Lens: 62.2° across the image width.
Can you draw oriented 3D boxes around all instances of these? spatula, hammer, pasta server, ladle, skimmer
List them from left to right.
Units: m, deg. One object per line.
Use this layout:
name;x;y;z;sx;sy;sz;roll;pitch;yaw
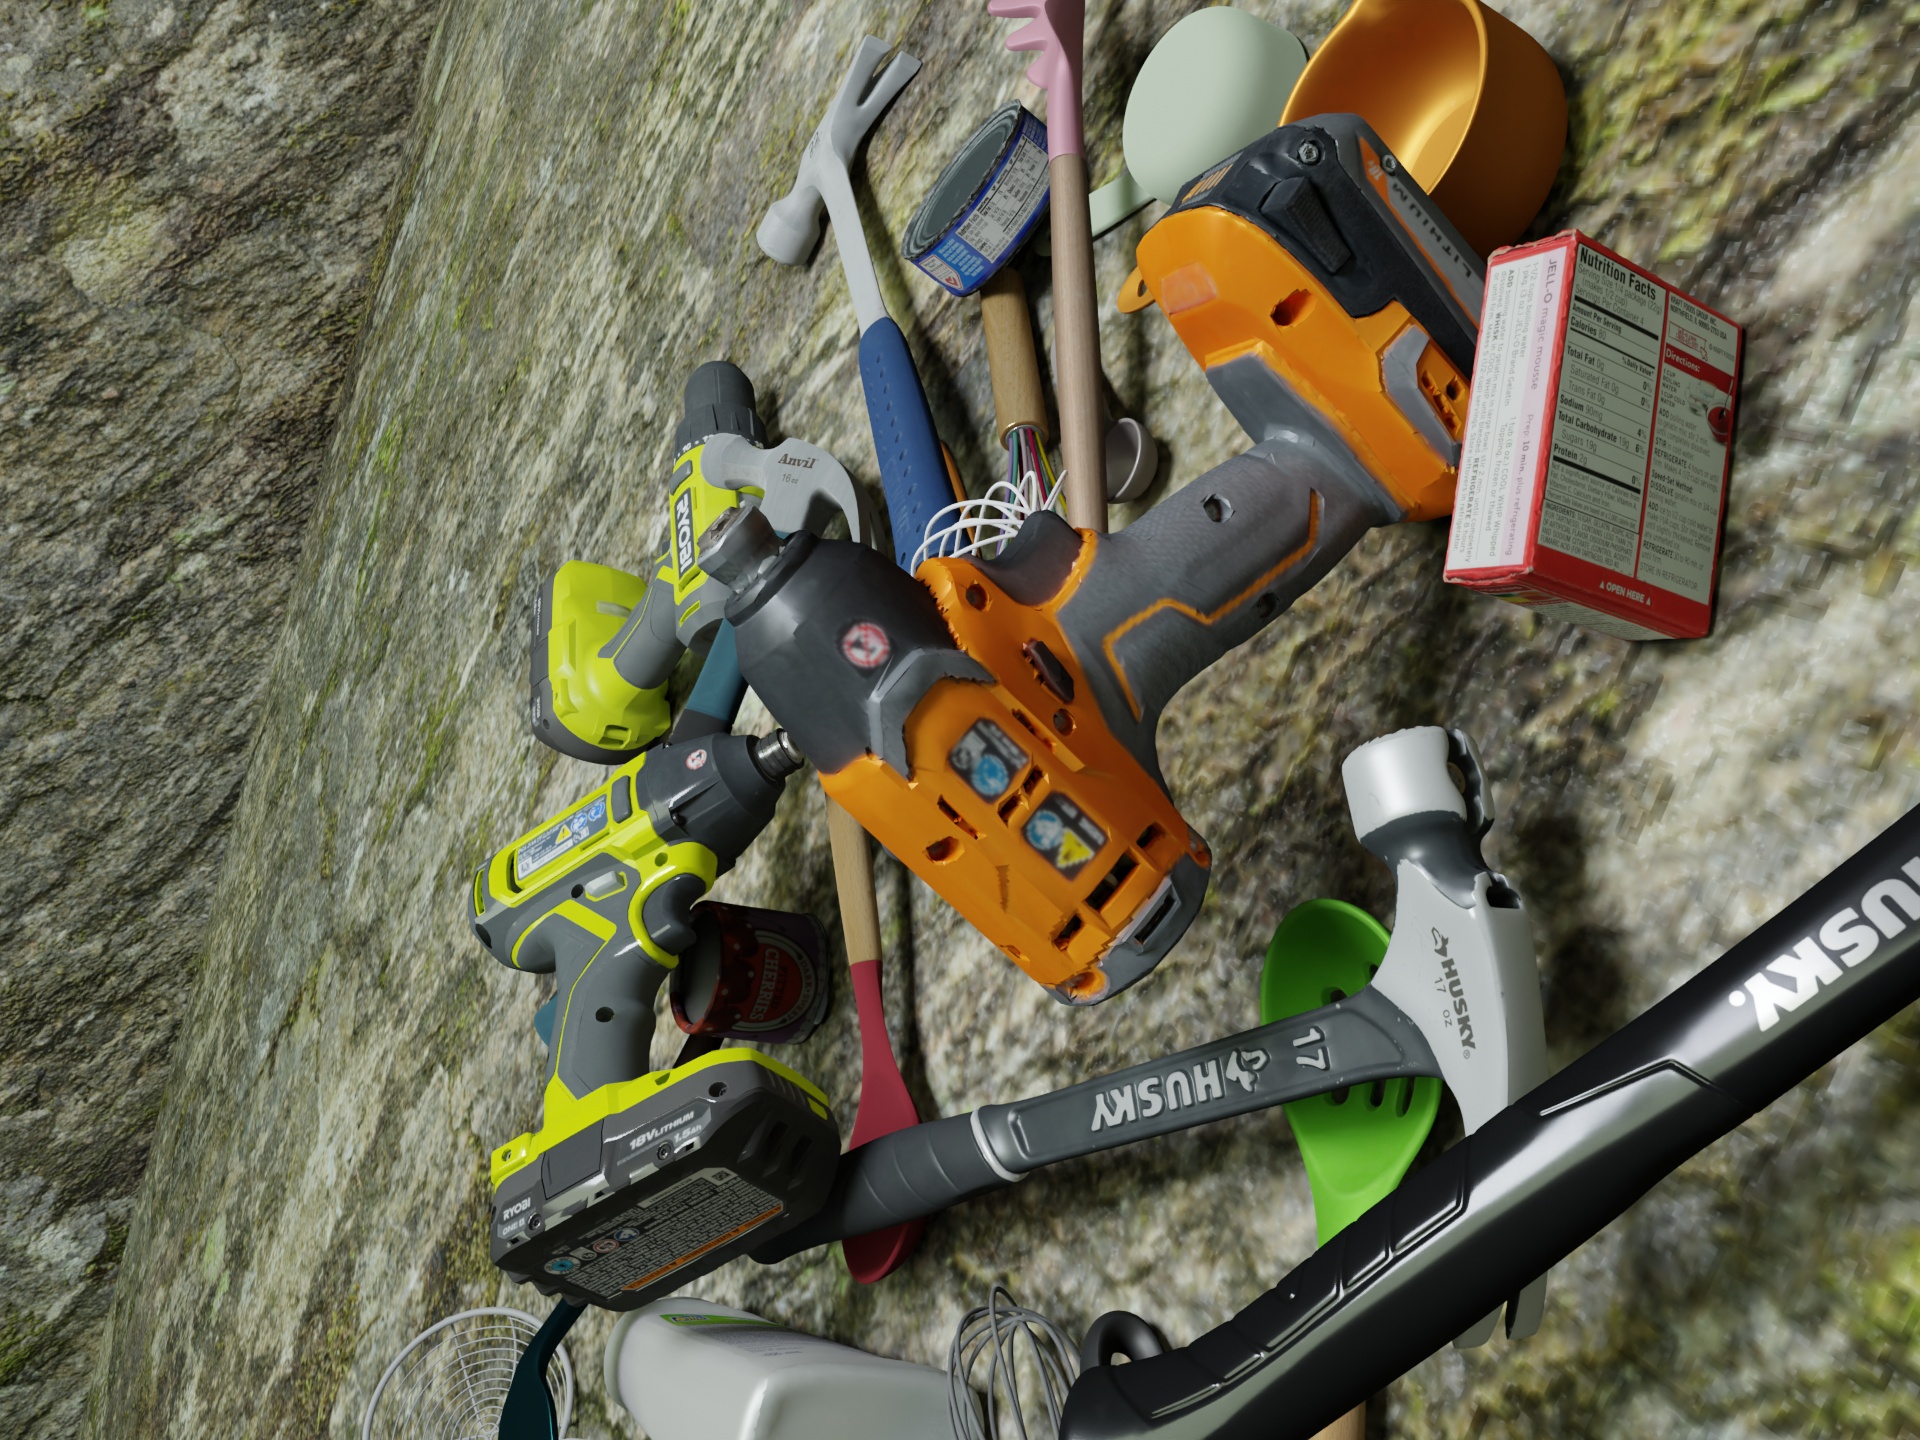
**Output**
skimmer;-0.213;0.375;0.842;0.363;0.090;0.127;-26;27;50
spatula;-0.149;0.235;0.738;0.082;0.044;0.318;-44;17;43
hammer;-0.132;0.011;0.794;0.128;0.033;0.331;14;77;31
ladle;-0.047;0.083;0.709;0.069;0.031;0.316;-34;58;51
hammer;-0.041;-0.200;0.788;0.144;0.035;0.406;-53;34;33
hammer;0.026;0.144;0.536;0.409;0.036;0.149;-35;56;49
pasta server;0.037;-0.201;0.644;0.060;0.040;0.316;116;153;-75
hammer;0.146;0.085;0.334;0.334;0.035;0.146;-44;48;17

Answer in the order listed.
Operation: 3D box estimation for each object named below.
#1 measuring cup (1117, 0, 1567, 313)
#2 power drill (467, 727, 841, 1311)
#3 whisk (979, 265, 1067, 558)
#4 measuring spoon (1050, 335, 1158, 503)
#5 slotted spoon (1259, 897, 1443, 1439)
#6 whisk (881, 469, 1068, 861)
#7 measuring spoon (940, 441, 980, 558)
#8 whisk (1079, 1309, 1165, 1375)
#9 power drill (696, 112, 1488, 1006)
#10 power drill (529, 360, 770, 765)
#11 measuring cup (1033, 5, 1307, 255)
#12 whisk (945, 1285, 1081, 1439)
measuring cup;0.123;-0.171;0.535;0.173;0.052;0.095;-22;61;55
power drill;-0.127;0.110;0.666;0.171;0.080;0.223;-31;44;15
whisk;0.026;-0.103;0.675;0.047;0.051;0.245;-49;38;47
measuring spoon;0.059;-0.130;0.661;0.034;0.018;0.124;-59;29;32
slotted spoon;0.105;0.209;0.455;0.070;0.031;0.314;-6;77;57
whisk;-0.001;-0.001;0.600;0.284;0.070;0.070;113;155;-62
measuring spoon;-0.005;-0.094;0.748;0.021;0.011;0.117;-51;40;36
whisk;0.061;0.294;0.427;0.073;0.073;0.296;-56;23;32
power drill;0.046;-0.057;0.440;0.226;0.164;0.084;-50;16;-11
power drill;-0.181;-0.091;0.968;0.228;0.080;0.191;-38;50;43
measuring cup;0.069;-0.230;0.651;0.167;0.038;0.083;-13;69;55
whisk;0.044;0.289;0.494;0.055;0.055;0.239;-56;37;31
